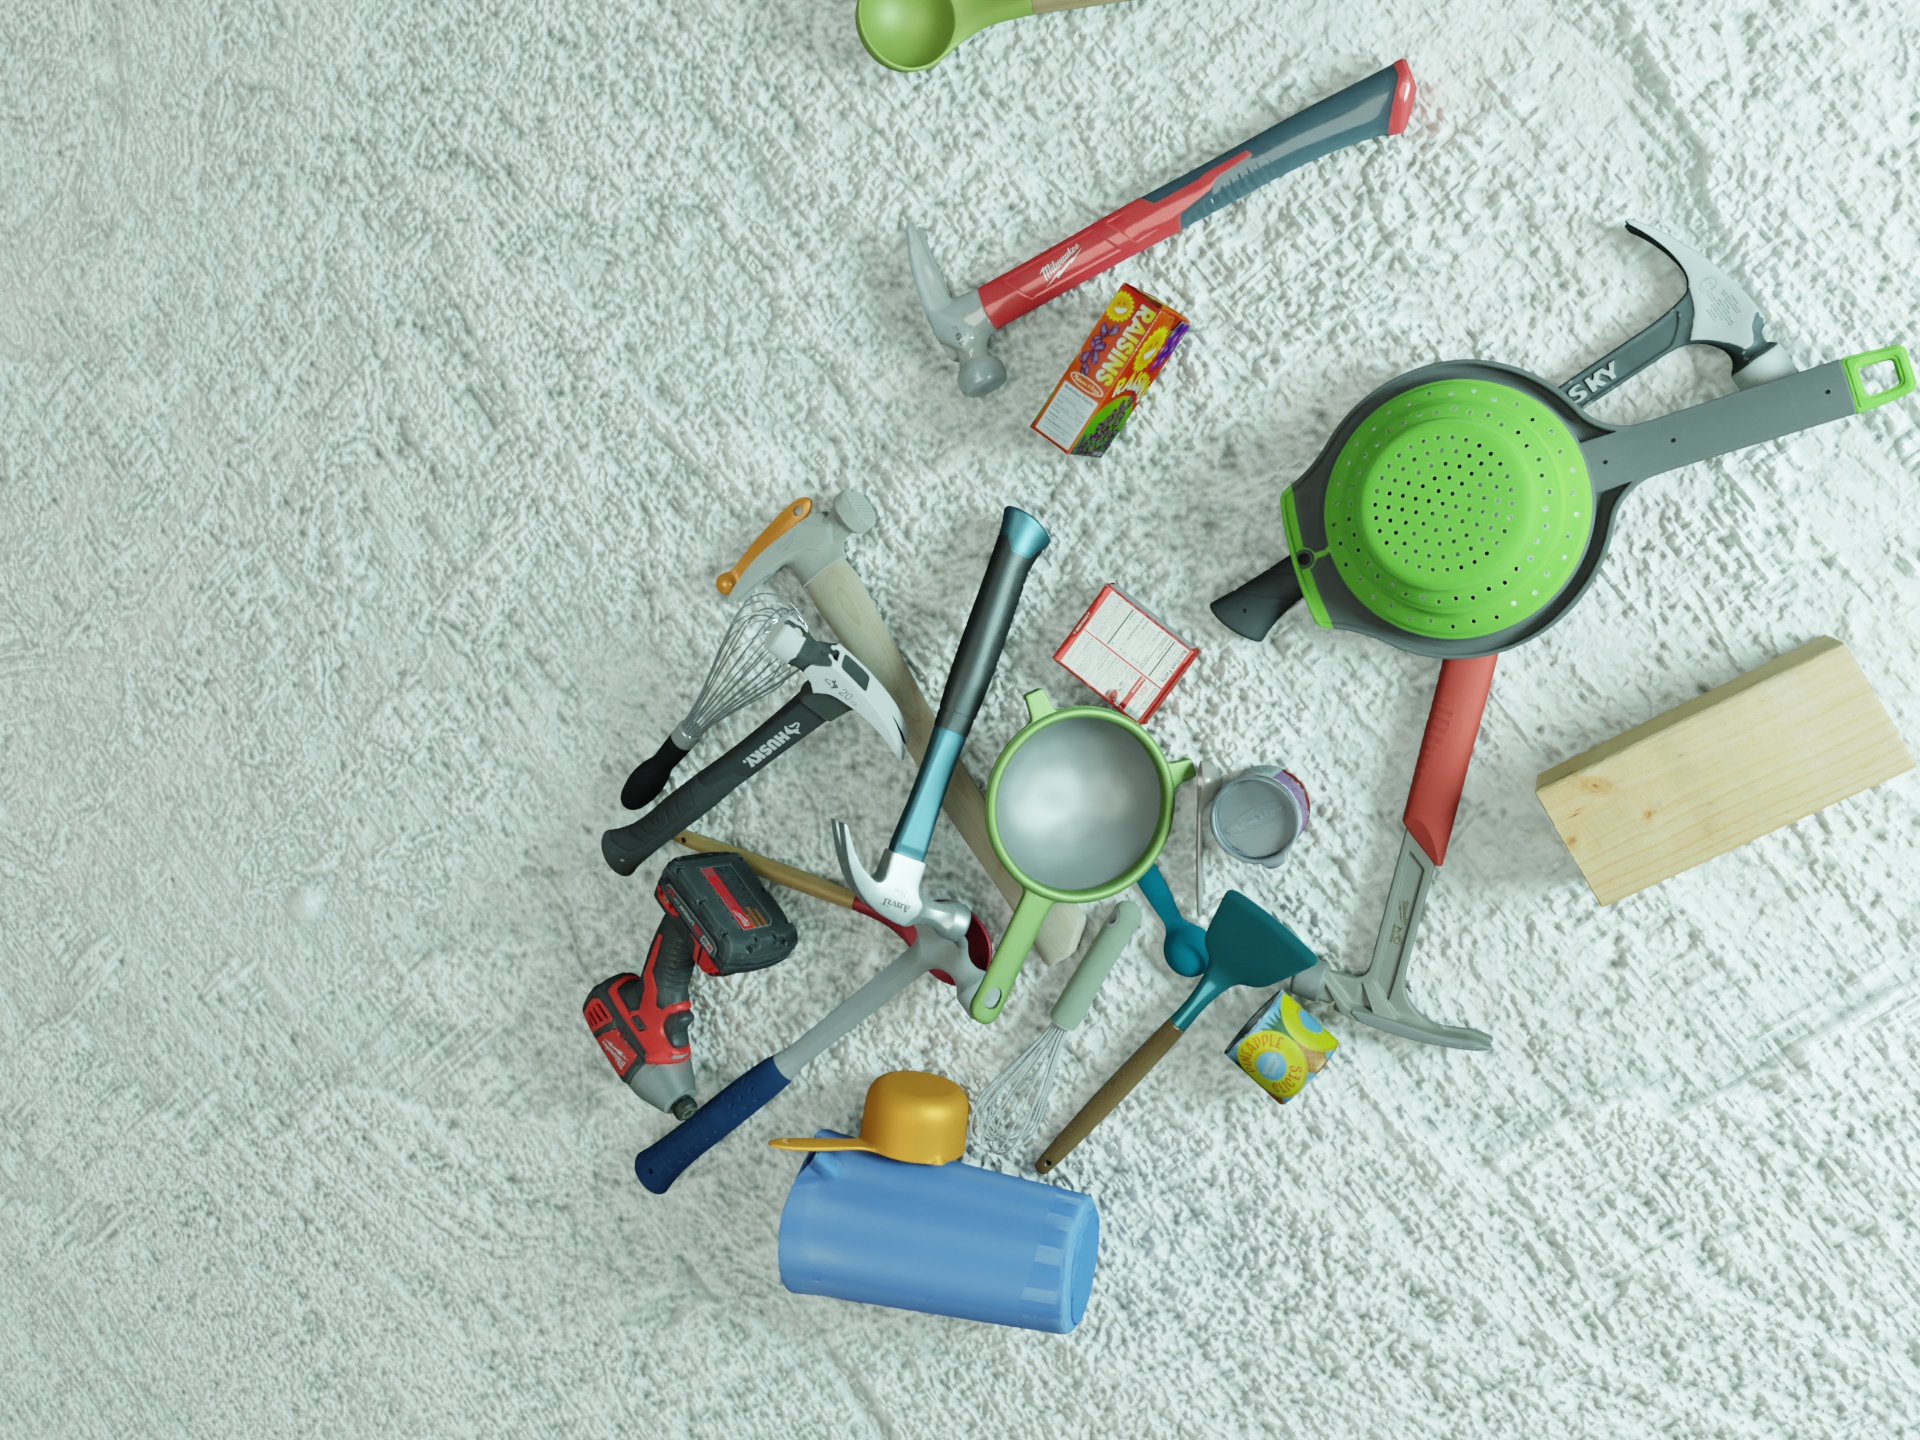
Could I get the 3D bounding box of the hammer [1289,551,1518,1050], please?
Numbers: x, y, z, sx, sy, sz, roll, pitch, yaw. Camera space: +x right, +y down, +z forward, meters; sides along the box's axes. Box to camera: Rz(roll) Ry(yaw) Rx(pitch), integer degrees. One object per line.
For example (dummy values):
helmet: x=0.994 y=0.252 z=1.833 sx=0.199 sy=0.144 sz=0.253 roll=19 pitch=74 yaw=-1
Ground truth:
hammer: x=0.351 y=0.056 z=1.144 sx=0.149 sy=0.036 sz=0.359 roll=15 pitch=102 yaw=19

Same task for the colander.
colander: x=0.397 y=-0.163 z=1.026 sx=0.397 sy=0.094 sz=0.204 roll=-17 pitch=87 yaw=23

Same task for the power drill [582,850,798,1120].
power drill: x=-0.234 y=0.229 z=1.348 sx=0.143 sy=0.078 sz=0.219 roll=49 pitch=121 yaw=28

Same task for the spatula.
spatula: x=0.150 y=0.255 z=1.234 sx=0.082 sy=0.044 sz=0.317 roll=39 pitch=114 yaw=5

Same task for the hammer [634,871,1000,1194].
hammer: x=-0.146 y=0.283 z=1.347 sx=0.405 sy=0.035 sz=0.144 roll=-41 pitch=81 yaw=25

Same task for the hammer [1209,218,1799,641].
hammer: x=0.351 y=-0.181 z=1.115 sx=0.409 sy=0.036 sz=0.149 roll=-34 pitch=83 yaw=22

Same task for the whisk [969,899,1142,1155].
whisk: x=0.079 y=0.248 z=1.273 sx=0.059 sy=0.058 sz=0.246 roll=24 pitch=104 yaw=-19

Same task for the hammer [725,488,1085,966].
hammer: x=-0.034 y=0.021 z=1.289 sx=0.146 sy=0.038 sz=0.411 roll=-35 pitch=84 yaw=23

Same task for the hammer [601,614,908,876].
hammer: x=-0.186 y=0.046 z=1.303 sx=0.146 sy=0.035 sz=0.334 roll=38 pitch=128 yaw=-23

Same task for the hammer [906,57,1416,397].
hammer: x=0.142 y=-0.386 z=1.168 sx=0.386 sy=0.038 sz=0.143 roll=-24 pitch=86 yaw=22

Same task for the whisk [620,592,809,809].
whisk: x=-0.212 y=-0.008 z=1.323 sx=0.070 sy=0.070 sz=0.284 roll=52 pitch=125 yaw=8

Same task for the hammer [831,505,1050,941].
hammer: x=-0.002 y=-0.004 z=1.223 sx=0.128 sy=0.033 sz=0.331 roll=21 pitch=86 yaw=-23

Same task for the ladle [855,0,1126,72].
ladle: x=0.076 y=-0.533 z=1.165 sx=0.320 sy=0.062 sz=0.078 roll=-1 pitch=99 yaw=19

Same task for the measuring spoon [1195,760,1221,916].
measuring spoon: x=0.190 y=0.091 z=1.218 sx=0.018 sy=0.034 sz=0.124 roll=0 pitch=102 yaw=3

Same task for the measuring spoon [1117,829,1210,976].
measuring spoon: x=0.155 y=0.143 z=1.237 sx=0.042 sy=0.021 sz=0.128 roll=-31 pitch=87 yaw=22

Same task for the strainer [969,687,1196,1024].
strainer: x=0.062 y=0.108 z=1.223 sx=0.151 sy=0.069 sz=0.256 roll=24 pitch=92 yaw=-16

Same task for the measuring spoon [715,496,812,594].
measuring spoon: x=-0.166 y=-0.146 z=1.330 sx=0.117 sy=0.011 sz=0.021 roll=-42 pitch=81 yaw=20

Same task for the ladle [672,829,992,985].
ladle: x=-0.111 y=0.146 z=1.339 sx=0.315 sy=0.031 sz=0.069 roll=18 pitch=104 yaw=20

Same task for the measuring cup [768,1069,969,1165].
measuring cup: x=-0.072 y=0.316 z=1.277 sx=0.095 sy=0.173 sz=0.052 roll=19 pitch=100 yaw=58
